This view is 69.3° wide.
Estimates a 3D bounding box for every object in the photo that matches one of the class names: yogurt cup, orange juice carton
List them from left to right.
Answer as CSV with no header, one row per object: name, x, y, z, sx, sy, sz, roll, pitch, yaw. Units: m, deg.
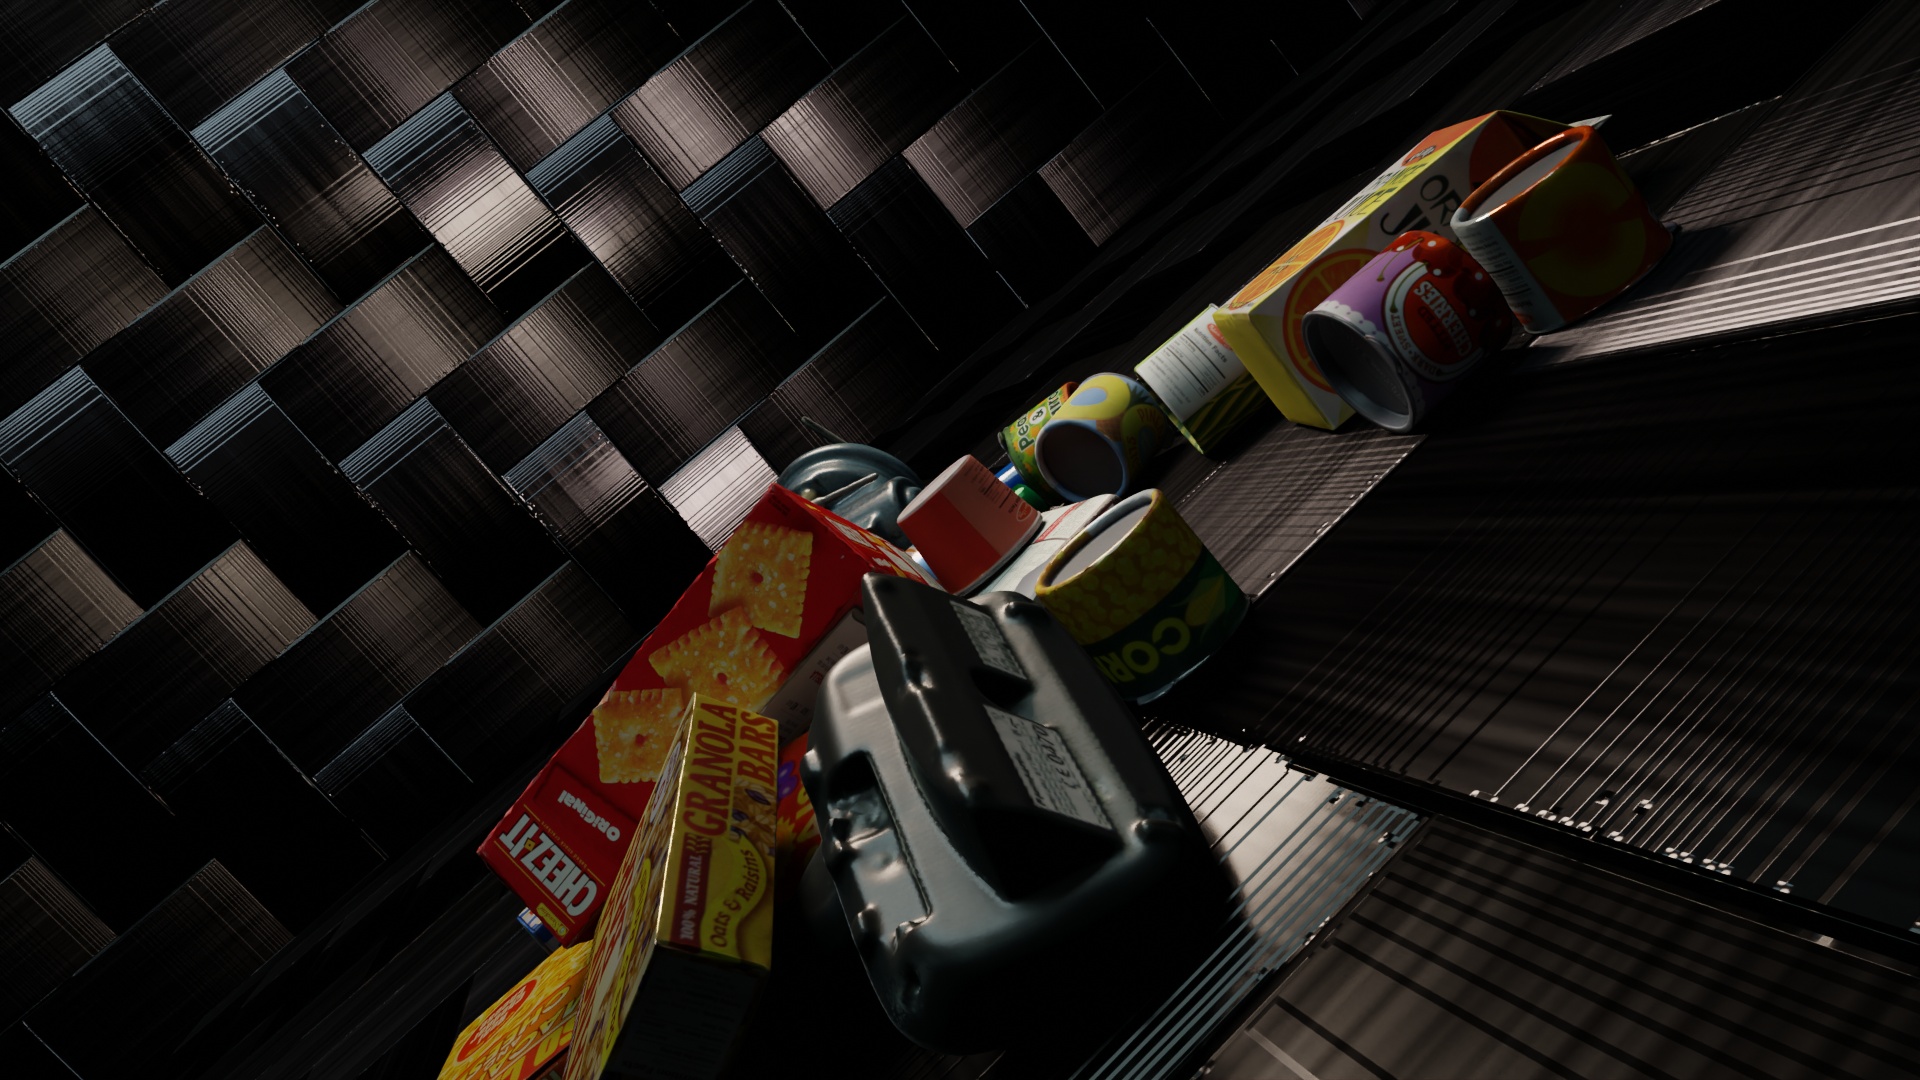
yogurt cup,0.003,-0.009,0.755,0.072,0.054,0.072,-42,7,7
orange juice carton,0.226,-0.144,0.683,0.192,0.073,0.072,-39,9,2

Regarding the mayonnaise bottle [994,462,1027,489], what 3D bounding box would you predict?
mayonnaise bottle,0.006,-0.010,1.020,0.148,0.041,0.065,-39,11,12

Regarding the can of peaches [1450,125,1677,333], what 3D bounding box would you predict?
can of peaches,0.249,-0.130,0.575,0.071,0.058,0.071,-39,9,7

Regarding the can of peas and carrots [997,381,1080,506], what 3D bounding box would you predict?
can of peas and carrots,0.070,-0.068,0.949,0.058,0.071,0.071,-36,10,23

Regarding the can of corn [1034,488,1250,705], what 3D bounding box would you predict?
can of corn,0.071,0.023,0.557,0.071,0.058,0.071,-39,9,7

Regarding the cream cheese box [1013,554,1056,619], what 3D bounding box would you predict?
cream cheese box,0.034,0.054,0.572,0.024,0.053,0.104,-36,10,35

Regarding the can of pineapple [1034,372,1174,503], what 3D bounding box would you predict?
can of pineapple,0.089,-0.062,0.866,0.070,0.071,0.058,-30,14,48

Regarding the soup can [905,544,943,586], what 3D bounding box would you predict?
soup can,-0.010,0.026,0.822,0.084,0.071,0.071,-43,10,-19

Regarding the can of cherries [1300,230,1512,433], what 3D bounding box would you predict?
can of cherries,0.190,-0.089,0.589,0.058,0.071,0.071,-40,9,-6

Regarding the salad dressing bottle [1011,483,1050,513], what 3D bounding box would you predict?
salad dressing bottle,-0.004,0.024,0.890,0.148,0.044,0.064,-42,3,-12

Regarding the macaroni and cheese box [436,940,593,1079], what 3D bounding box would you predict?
macaroni and cheese box,-0.192,0.238,0.639,0.124,0.040,0.166,-41,9,-1

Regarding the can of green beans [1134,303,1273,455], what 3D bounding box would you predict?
can of green beans,0.141,-0.091,0.791,0.058,0.071,0.071,-40,9,6

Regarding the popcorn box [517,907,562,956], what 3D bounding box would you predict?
popcorn box,-0.216,0.209,0.878,0.127,0.038,0.085,-44,9,-23

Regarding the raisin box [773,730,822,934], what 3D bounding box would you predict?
raisin box,-0.043,0.112,0.564,0.123,0.040,0.086,-35,34,30

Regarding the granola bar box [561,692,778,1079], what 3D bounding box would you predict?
granola bar box,-0.104,0.147,0.495,0.166,0.039,0.124,-108,41,-69
